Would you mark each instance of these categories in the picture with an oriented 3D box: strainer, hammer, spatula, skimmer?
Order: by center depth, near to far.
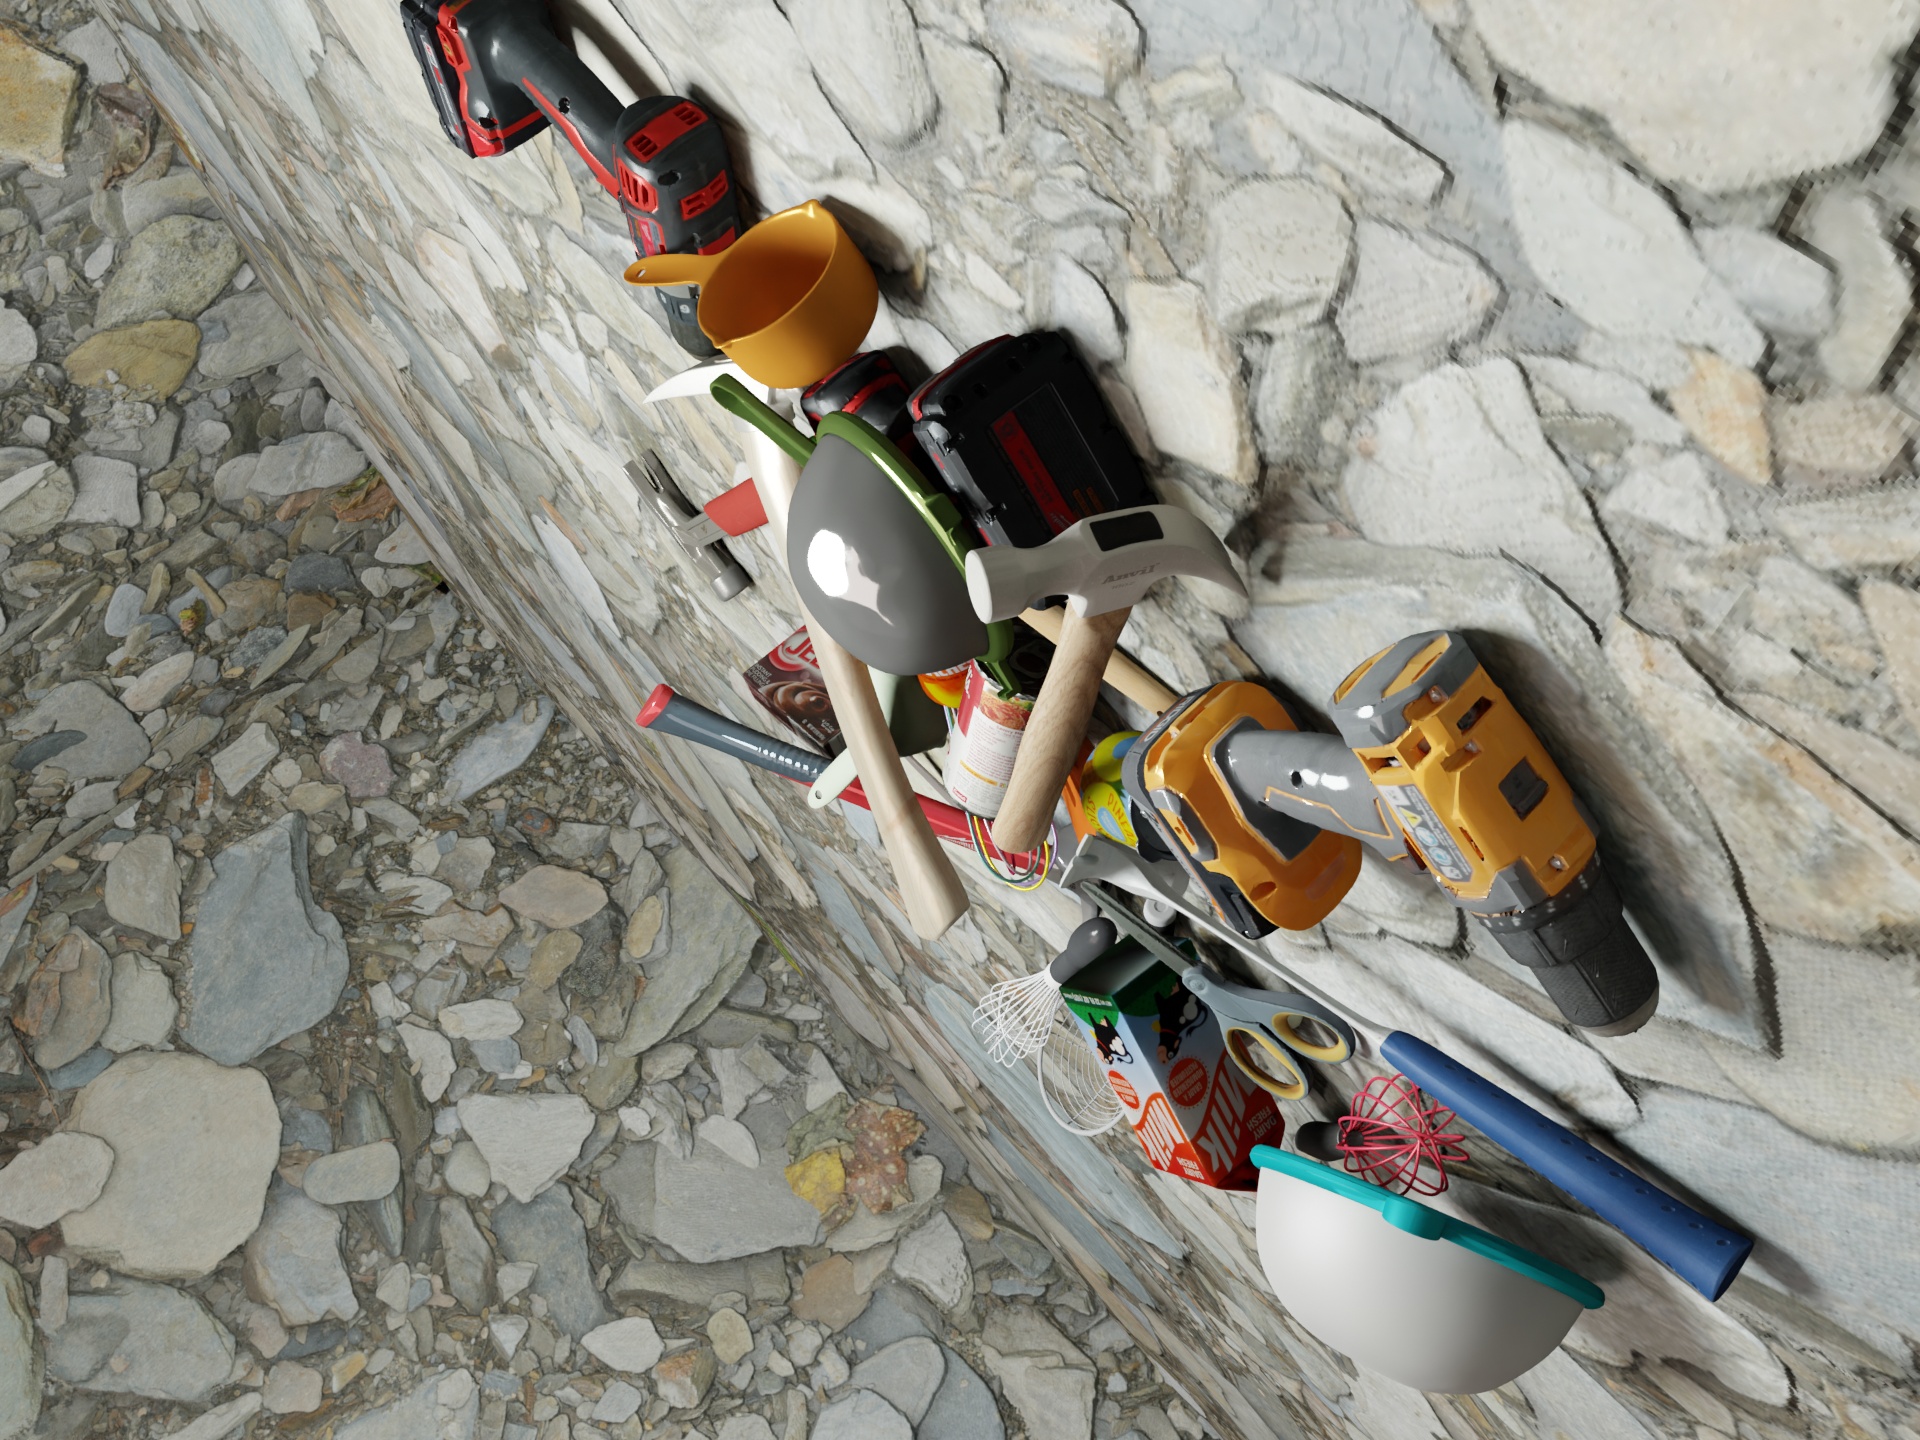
[{"bbox_3d":[0.054,-0.006,0.797,0.331,0.130,0.031,102,151,-64],"label":"hammer"},{"bbox_3d":[-0.077,-0.104,0.823,0.257,0.069,0.151,43,165,34],"label":"strainer"},{"bbox_3d":[0.221,0.169,0.860,0.406,0.035,0.144,33,-172,36],"label":"hammer"},{"bbox_3d":[0.239,0.313,0.874,0.211,0.095,0.340,19,168,22],"label":"strainer"},{"bbox_3d":[-0.082,-0.037,1.027,0.146,0.038,0.410,3,120,40],"label":"hammer"},{"bbox_3d":[0.001,-0.027,1.074,0.323,0.041,0.081,39,140,39],"label":"spatula"},{"bbox_3d":[-0.069,0.060,1.201,0.386,0.038,0.143,20,156,16],"label":"hammer"},{"bbox_3d":[0.110,0.221,1.235,0.363,0.090,0.127,88,174,-60],"label":"skimmer"},{"bbox_3d":[-0.184,-0.171,1.256,0.149,0.037,0.359,54,164,-13],"label":"hammer"}]

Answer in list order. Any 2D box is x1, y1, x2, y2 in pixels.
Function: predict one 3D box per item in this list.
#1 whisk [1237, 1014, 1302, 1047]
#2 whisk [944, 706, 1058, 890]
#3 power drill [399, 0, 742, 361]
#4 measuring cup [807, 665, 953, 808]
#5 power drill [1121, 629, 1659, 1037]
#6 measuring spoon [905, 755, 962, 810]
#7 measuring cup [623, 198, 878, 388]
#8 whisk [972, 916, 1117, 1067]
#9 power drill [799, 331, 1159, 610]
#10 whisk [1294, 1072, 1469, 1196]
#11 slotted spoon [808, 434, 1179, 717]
[{"bbox_3d":[0.187,0.225,1.125,0.246,0.058,0.059,120,140,-68],"label":"whisk"},{"bbox_3d":[-0.003,-0.002,1.031,0.245,0.051,0.047,67,160,11],"label":"whisk"},{"bbox_3d":[-0.212,-0.325,0.938,0.227,0.080,0.187,43,162,16],"label":"power drill"},{"bbox_3d":[-0.071,0.015,1.103,0.167,0.038,0.083,-46,72,35],"label":"measuring cup"},{"bbox_3d":[0.188,0.056,0.707,0.185,0.084,0.226,52,159,-11],"label":"power drill"},{"bbox_3d":[-0.021,0.044,1.339,0.124,0.018,0.034,46,164,-8],"label":"measuring spoon"},{"bbox_3d":[-0.114,-0.222,0.843,0.174,0.095,0.052,17,162,43],"label":"measuring cup"},{"bbox_3d":[0.068,0.208,1.249,0.070,0.070,0.284,47,151,11],"label":"whisk"},{"bbox_3d":[0.002,-0.123,0.814,0.143,0.078,0.220,57,165,-21],"label":"power drill"},{"bbox_3d":[0.257,0.267,1.018,0.073,0.073,0.295,47,169,11],"label":"whisk"},{"bbox_3d":[0.016,-0.085,0.935,0.314,0.031,0.070,39,151,28],"label":"slotted spoon"}]
